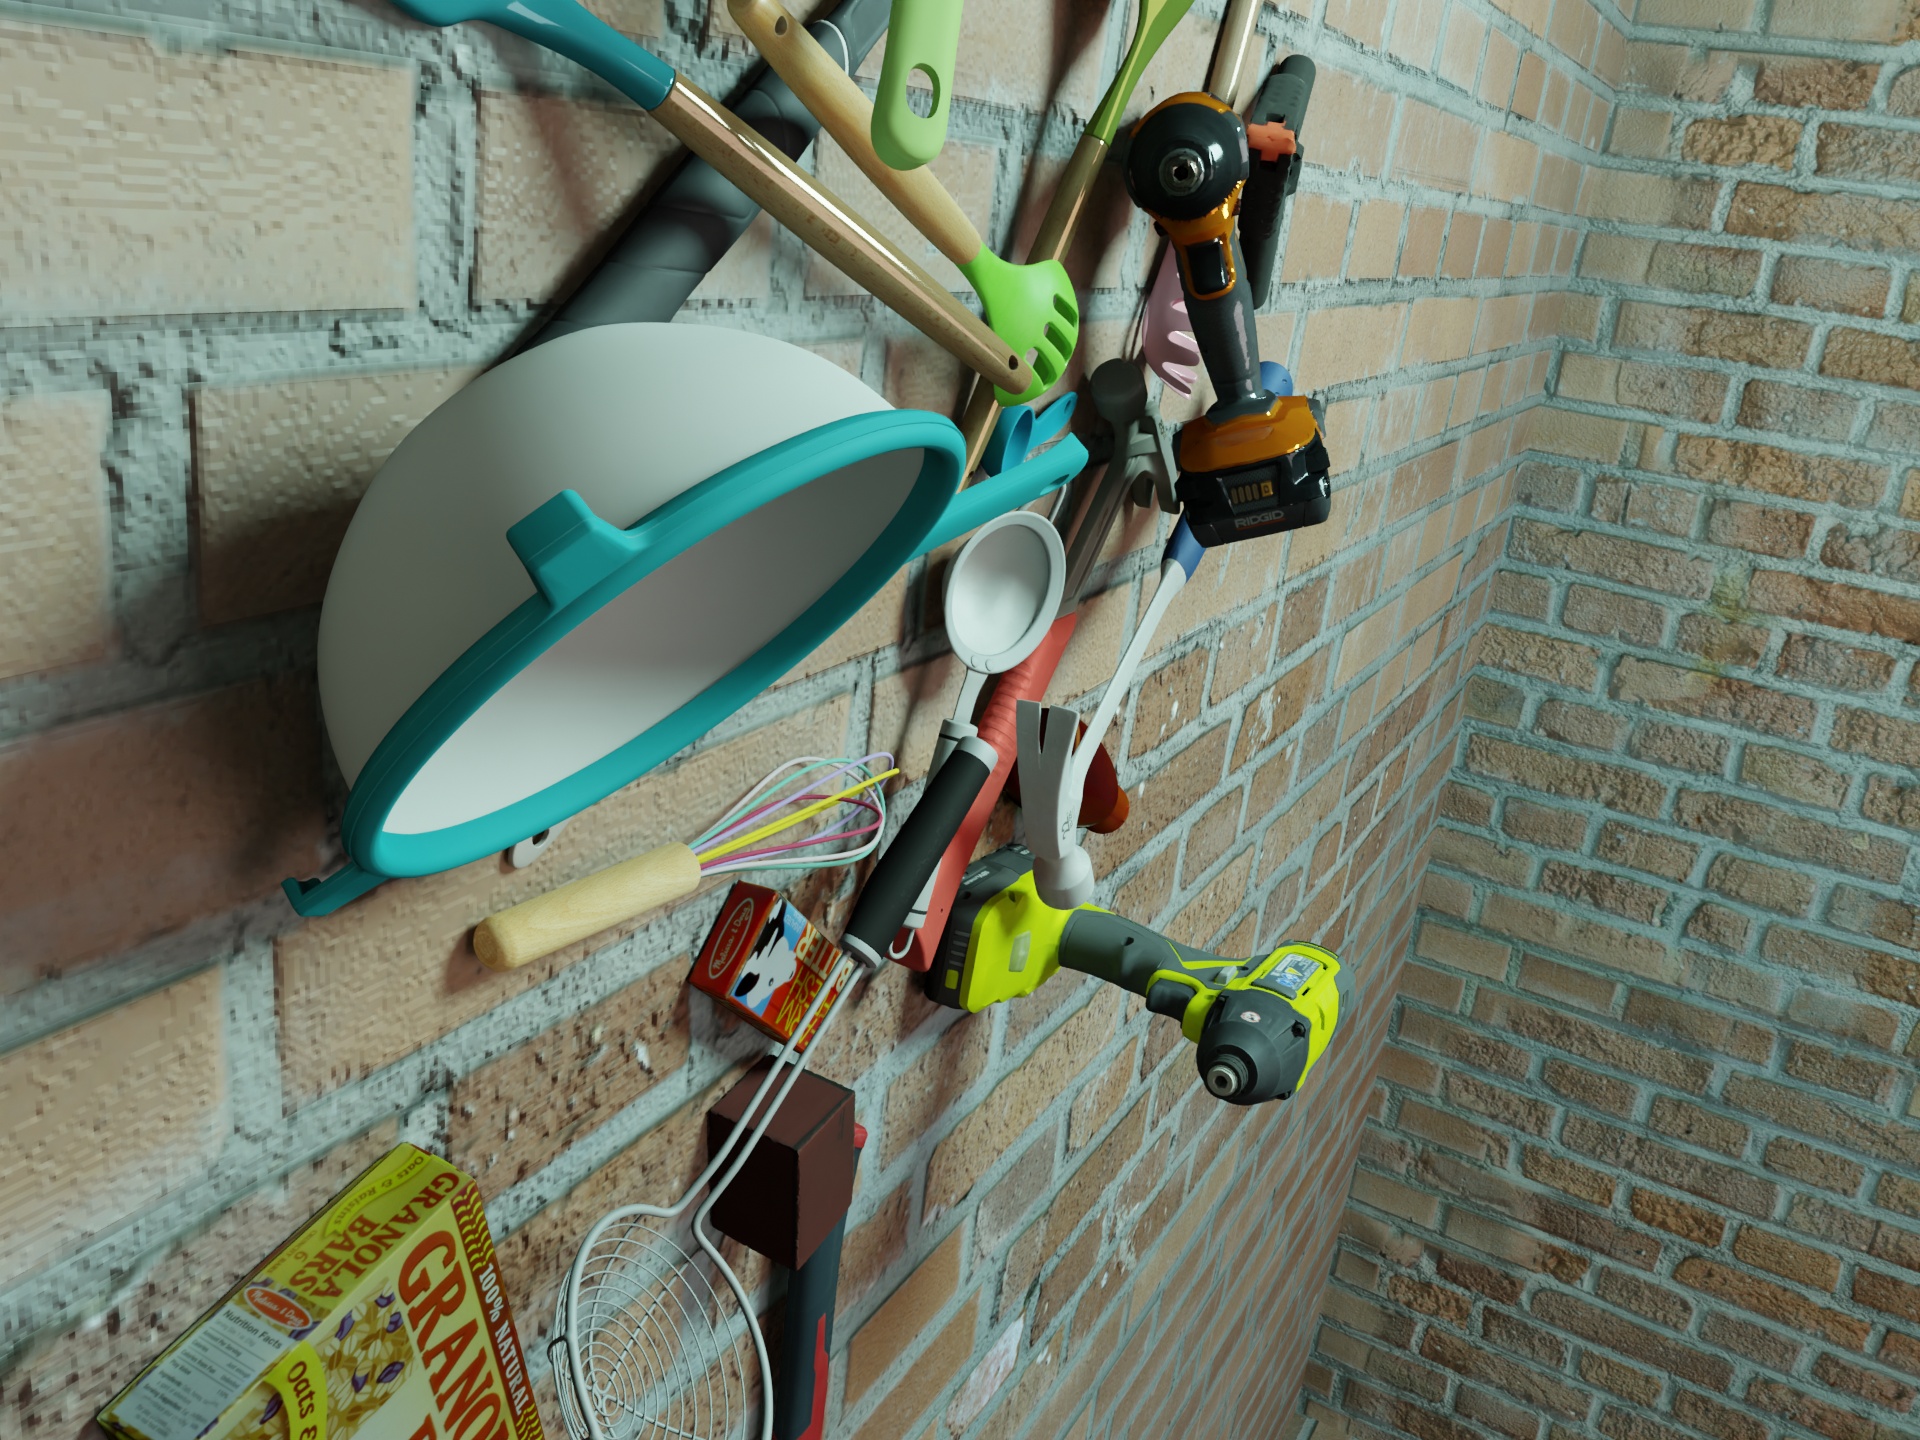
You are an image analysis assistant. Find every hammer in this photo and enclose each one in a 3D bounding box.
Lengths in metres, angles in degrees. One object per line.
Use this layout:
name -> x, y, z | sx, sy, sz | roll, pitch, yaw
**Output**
hammer -> 0.125, -0.085, 0.958 | 0.406, 0.035, 0.143 | -60, 153, -34
hammer -> 0.041, -0.023, 0.912 | 0.359, 0.037, 0.149 | -65, 156, -18
hammer -> -0.097, 0.389, 0.880 | 0.143, 0.038, 0.386 | -28, 129, -55
hammer -> -0.042, -0.261, 0.593 | 0.409, 0.036, 0.149 | -60, 151, -26

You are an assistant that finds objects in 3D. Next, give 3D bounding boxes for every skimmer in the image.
skimmer -> -0.056, 0.157, 0.697 | 0.127, 0.090, 0.363 | 49, 61, -34

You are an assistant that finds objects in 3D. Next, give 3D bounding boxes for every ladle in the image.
ladle -> 0.044, -0.262, 0.779 | 0.320, 0.062, 0.078 | -67, 165, 4

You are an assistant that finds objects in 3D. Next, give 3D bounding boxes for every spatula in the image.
spatula -> -0.070, -0.185, 0.505 | 0.317, 0.044, 0.082 | 28, 75, -43

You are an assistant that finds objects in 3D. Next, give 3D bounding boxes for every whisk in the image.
whisk -> -0.103, 0.057, 0.661 | 0.245, 0.047, 0.051 | -21, 113, -55

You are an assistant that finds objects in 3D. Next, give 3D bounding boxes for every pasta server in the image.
pasta server -> 0.159, -0.352, 0.951 | 0.060, 0.040, 0.316 | -2, 107, -83

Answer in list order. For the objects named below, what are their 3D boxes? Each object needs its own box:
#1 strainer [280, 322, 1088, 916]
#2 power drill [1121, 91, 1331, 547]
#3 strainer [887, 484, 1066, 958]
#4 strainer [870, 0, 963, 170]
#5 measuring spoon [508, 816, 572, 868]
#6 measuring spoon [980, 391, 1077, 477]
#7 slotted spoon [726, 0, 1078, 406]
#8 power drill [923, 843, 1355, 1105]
strainer -> -0.072, -0.074, 0.517 | 0.211, 0.095, 0.340 | -42, 174, 41
power drill -> 0.137, -0.213, 0.840 | 0.164, 0.084, 0.226 | -66, 142, -66
strainer -> -0.001, -0.003, 0.815 | 0.086, 0.050, 0.258 | 16, 90, -48
strainer -> -0.014, -0.301, 0.531 | 0.151, 0.069, 0.256 | 10, 84, -30
measuring spoon -> -0.127, 0.009, 0.601 | 0.124, 0.018, 0.034 | -57, 151, -30
measuring spoon -> 0.035, -0.159, 0.847 | 0.129, 0.021, 0.042 | -48, 155, -59
slotted spoon -> -0.009, -0.197, 0.634 | 0.070, 0.031, 0.313 | -65, 156, 0
power drill -> 0.099, 0.149, 0.915 | 0.171, 0.223, 0.080 | -18, 120, -61
